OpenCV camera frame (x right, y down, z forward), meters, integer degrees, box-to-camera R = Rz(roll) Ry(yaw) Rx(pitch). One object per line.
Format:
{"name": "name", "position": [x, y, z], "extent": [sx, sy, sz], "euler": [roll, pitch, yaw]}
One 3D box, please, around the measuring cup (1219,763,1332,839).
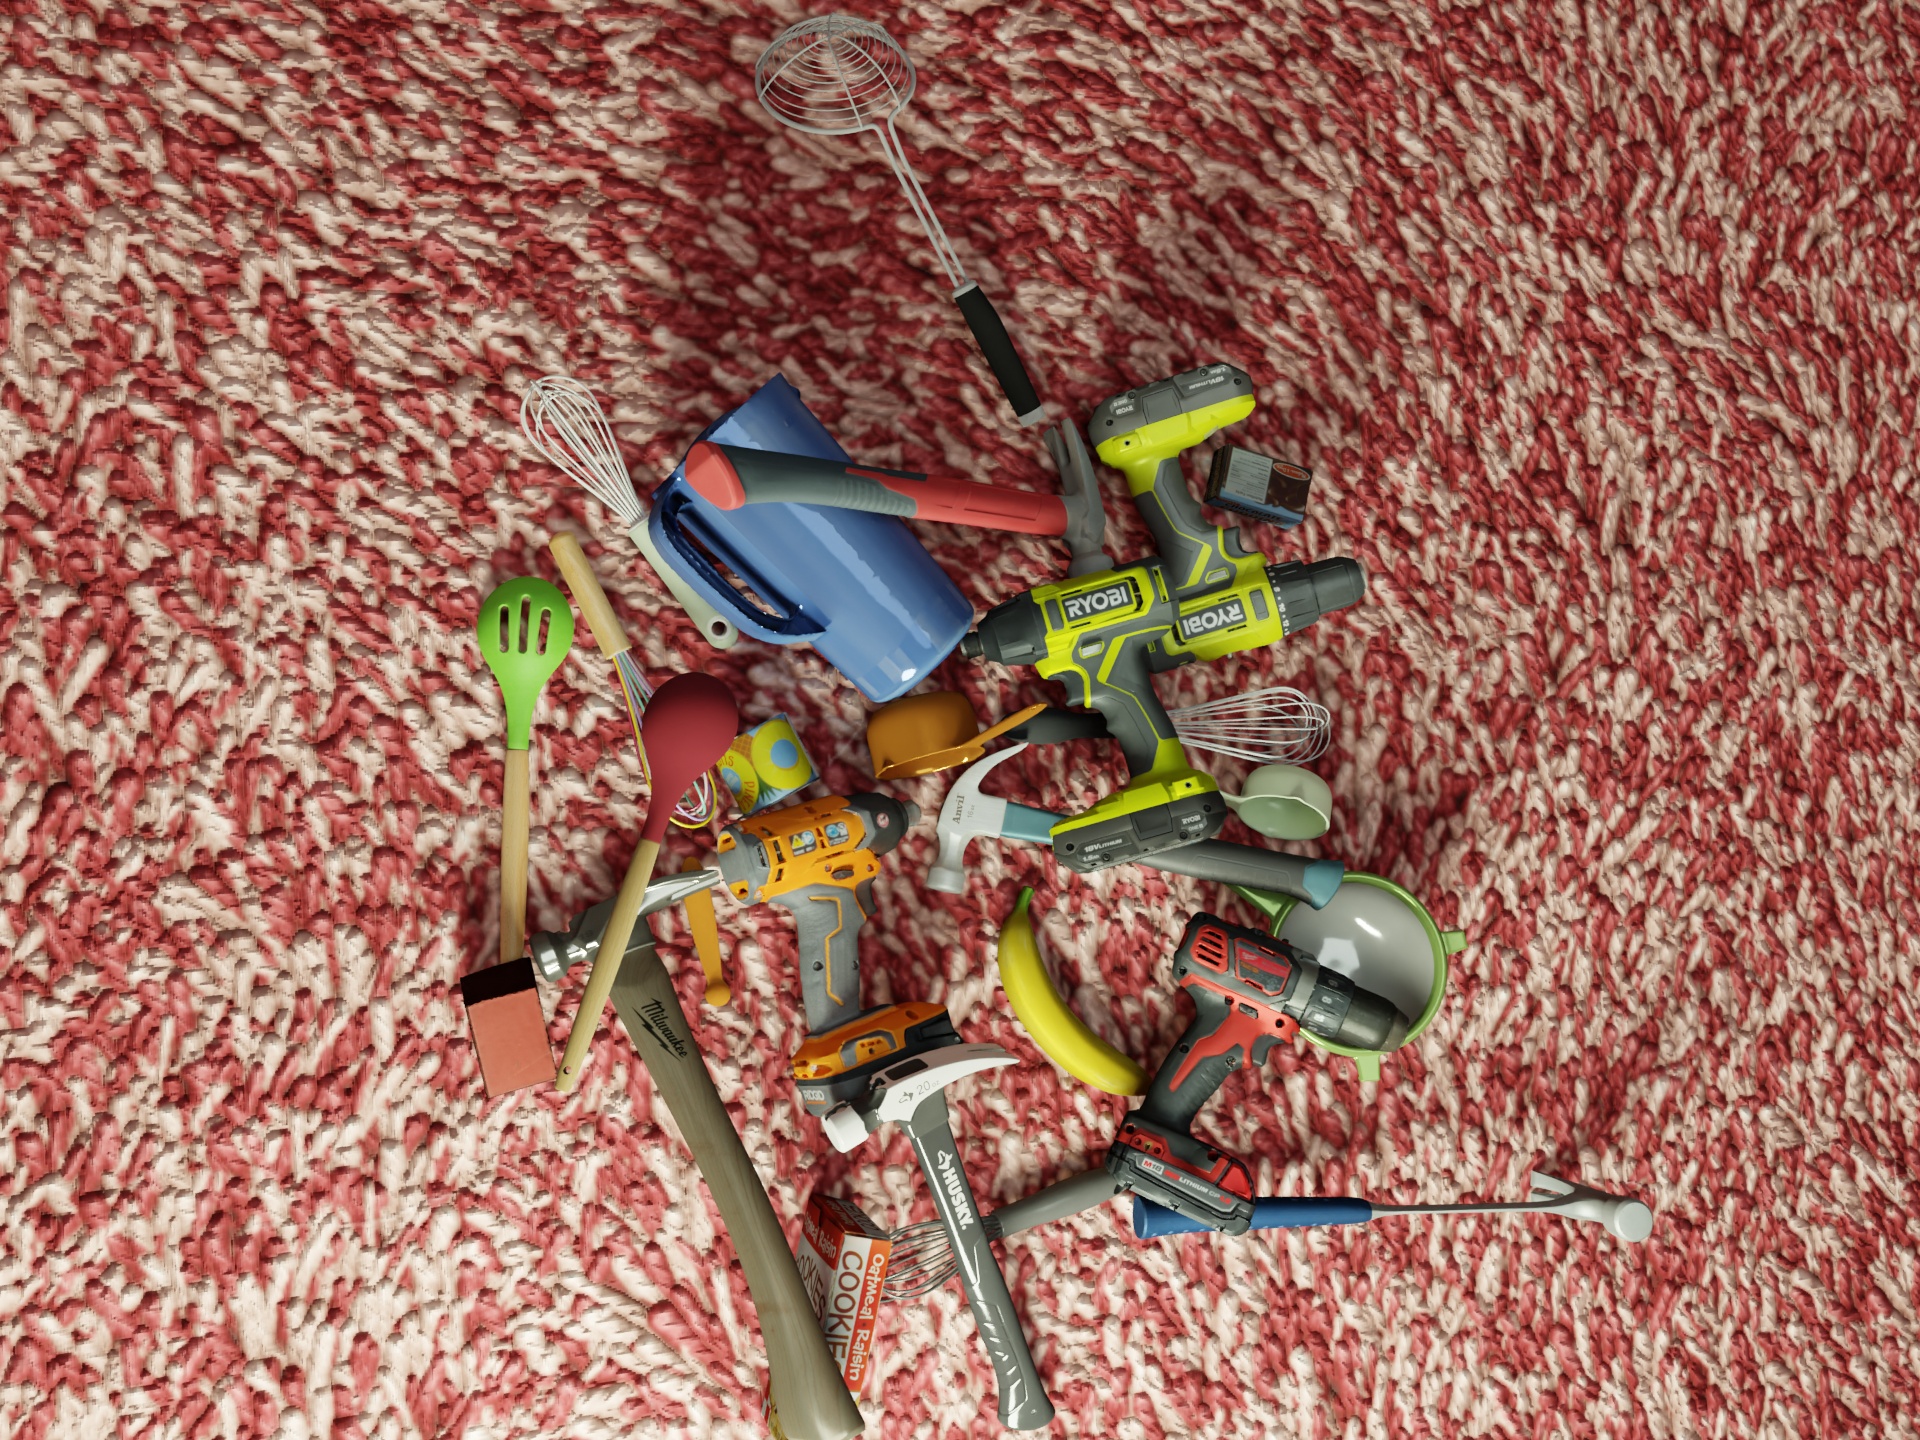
{"name": "measuring cup", "position": [0.228, 0.051, 1.324], "extent": [0.167, 0.083, 0.038], "euler": [19, 63, 3]}

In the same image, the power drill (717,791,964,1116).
{"name": "power drill", "position": [-0.077, 0.167, 1.207], "extent": [0.164, 0.084, 0.226], "euler": [-16, 86, -31]}

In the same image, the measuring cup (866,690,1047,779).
{"name": "measuring cup", "position": [-0.002, -0.004, 1.203], "extent": [0.095, 0.173, 0.052], "euler": [-4, 73, -45]}

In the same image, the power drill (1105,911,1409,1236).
{"name": "power drill", "position": [0.228, 0.281, 1.237], "extent": [0.188, 0.080, 0.227], "euler": [23, 79, 9]}

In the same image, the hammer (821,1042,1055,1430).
{"name": "hammer", "position": [0.014, 0.395, 1.190], "extent": [0.146, 0.035, 0.334], "euler": [-26, 111, -22]}

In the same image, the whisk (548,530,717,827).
{"name": "whisk", "position": [-0.249, -0.030, 1.196], "extent": [0.047, 0.051, 0.245], "euler": [-27, 90, -11]}

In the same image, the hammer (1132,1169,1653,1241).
{"name": "hammer", "position": [0.342, 0.402, 1.307], "extent": [0.405, 0.144, 0.035], "euler": [1, 83, -7]}

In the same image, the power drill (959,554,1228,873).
{"name": "power drill", "position": [0.105, -0.001, 1.231], "extent": [0.171, 0.080, 0.223], "euler": [-16, 80, 1]}

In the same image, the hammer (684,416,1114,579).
{"name": "hammer", "position": [-0.035, -0.180, 1.176], "extent": [0.386, 0.038, 0.143], "euler": [1, 70, -43]}

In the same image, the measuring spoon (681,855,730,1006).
{"name": "measuring spoon", "position": [-0.194, 0.161, 1.211], "extent": [0.021, 0.011, 0.117], "euler": [-12, 89, -17]}

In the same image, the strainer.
{"name": "strainer", "position": [0.279, 0.173, 1.331], "extent": [0.256, 0.069, 0.151], "euler": [36, 78, 7]}

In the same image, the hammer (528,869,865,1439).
{"name": "hammer", "position": [-0.161, 0.303, 1.122], "extent": [0.146, 0.038, 0.411], "euler": [-24, 72, -14]}

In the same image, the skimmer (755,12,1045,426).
{"name": "skimmer", "position": [-0.037, -0.401, 1.294], "extent": [0.127, 0.090, 0.363], "euler": [-35, 106, -18]}

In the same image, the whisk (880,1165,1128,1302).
{"name": "whisk", "position": [0.031, 0.396, 1.243], "extent": [0.239, 0.055, 0.055], "euler": [-15, 90, -21]}

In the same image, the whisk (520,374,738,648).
{"name": "whisk", "position": [-0.247, -0.156, 1.205], "extent": [0.058, 0.059, 0.246], "euler": [-37, 102, -8]}

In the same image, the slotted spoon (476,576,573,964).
{"name": "slotted spoon", "position": [-0.326, 0.047, 1.175], "extent": [0.070, 0.031, 0.314], "euler": [2, 87, -11]}

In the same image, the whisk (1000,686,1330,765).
{"name": "whisk", "position": [0.171, 0.003, 1.311], "extent": [0.284, 0.070, 0.070], "euler": [0, 86, -11]}

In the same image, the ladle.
{"name": "ladle", "position": [-0.232, 0.111, 1.140], "extent": [0.069, 0.031, 0.315], "euler": [18, 79, -1]}

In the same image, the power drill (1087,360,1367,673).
{"name": "power drill", "position": [0.212, -0.168, 1.298], "extent": [0.190, 0.080, 0.228], "euler": [-17, 89, 7]}

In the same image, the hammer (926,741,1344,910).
{"name": "hammer", "position": [0.145, 0.102, 1.277], "extent": [0.331, 0.033, 0.128], "euler": [11, 80, -4]}
